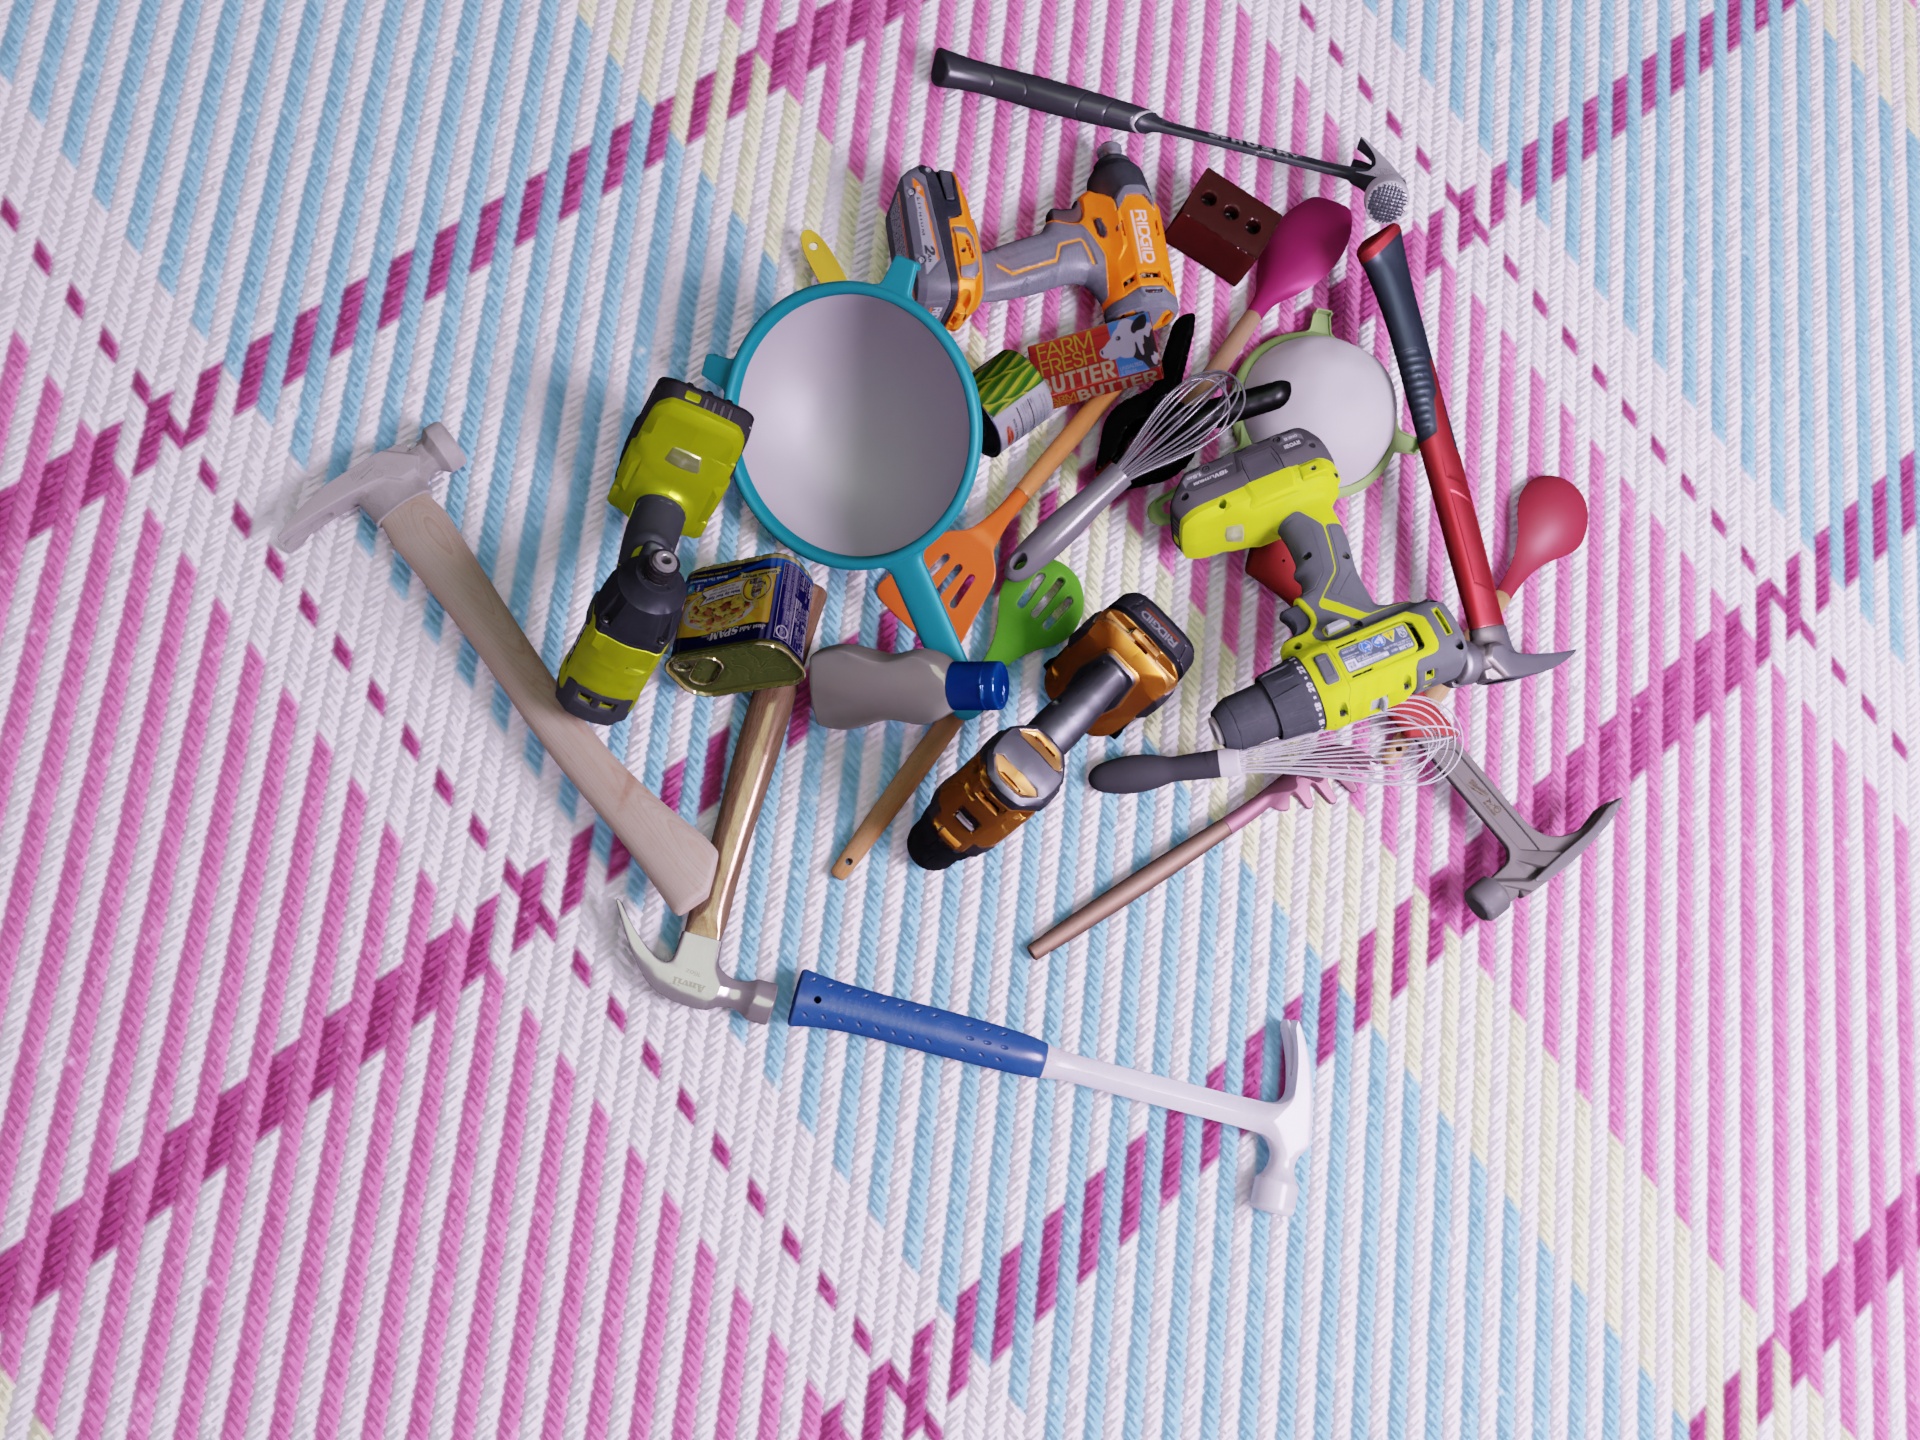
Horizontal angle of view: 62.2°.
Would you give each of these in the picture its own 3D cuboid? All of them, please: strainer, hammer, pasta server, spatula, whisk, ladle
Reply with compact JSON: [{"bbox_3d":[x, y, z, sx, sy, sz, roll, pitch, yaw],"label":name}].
[{"bbox_3d":[0.263,-0.237,1.307,0.256,0.069,0.151,-33,86,-17],"label":"strainer"},{"bbox_3d":[0.364,-0.021,1.283,0.149,0.036,0.359,-37,83,-10],"label":"hammer"},{"bbox_3d":[-0.322,-0.024,1.152,0.146,0.038,0.411,-37,82,-14],"label":"hammer"},{"bbox_3d":[0.190,0.103,1.241,0.316,0.060,0.040,-31,67,-12],"label":"pasta server"},{"bbox_3d":[0.060,-0.196,1.287,0.081,0.041,0.323,39,70,1],"label":"spatula"},{"bbox_3d":[-0.043,-0.167,1.216,0.211,0.095,0.340,-20,97,25],"label":"strainer"},{"bbox_3d":[-0.162,0.050,1.189,0.130,0.031,0.331,16,76,-8],"label":"hammer"},{"bbox_3d":[0.074,0.251,1.189,0.405,0.035,0.144,16,76,-7],"label":"hammer"},{"bbox_3d":[0.239,0.027,1.221,0.284,0.070,0.070,-7,79,11],"label":"whisk"},{"bbox_3d":[0.173,-0.502,1.339,0.409,0.036,0.149,15,34,0],"label":"hammer"},{"bbox_3d":[0.440,-0.086,1.334,0.069,0.031,0.315,38,76,-4],"label":"ladle"},{"bbox_3d":[0.401,-0.219,1.298,0.143,0.038,0.386,-7,80,-34],"label":"hammer"},{"bbox_3d":[0.126,-0.189,1.240,0.239,0.055,0.055,-42,89,1],"label":"whisk"}]

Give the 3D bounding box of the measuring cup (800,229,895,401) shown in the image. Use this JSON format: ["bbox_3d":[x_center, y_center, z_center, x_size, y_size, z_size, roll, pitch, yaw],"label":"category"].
[{"bbox_3d":[-0.091,-0.324,1.282,0.062,0.029,0.156,-25,82,-14],"label":"measuring cup"}]

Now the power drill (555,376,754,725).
[{"bbox_3d":[-0.214,-0.126,1.118,0.080,0.171,0.223,21,52,-17],"label":"power drill"}]

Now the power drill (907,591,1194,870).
[{"bbox_3d":[0.057,0.019,1.184,0.084,0.185,0.226,46,55,1],"label":"power drill"}]

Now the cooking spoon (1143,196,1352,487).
[{"bbox_3d":[0.234,-0.322,1.339,0.069,0.017,0.319,29,76,24],"label":"cooking spoon"}]

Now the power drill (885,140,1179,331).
[{"bbox_3d":[0.059,-0.397,1.299,0.226,0.084,0.164,-5,78,-16],"label":"power drill"}]

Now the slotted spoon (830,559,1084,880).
[{"bbox_3d":[-0.002,-0.004,1.233,0.070,0.031,0.314,38,76,-6],"label":"slotted spoon"}]

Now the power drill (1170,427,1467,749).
[{"bbox_3d":[0.247,-0.094,1.210,0.190,0.080,0.229,-22,64,-1],"label":"power drill"}]
